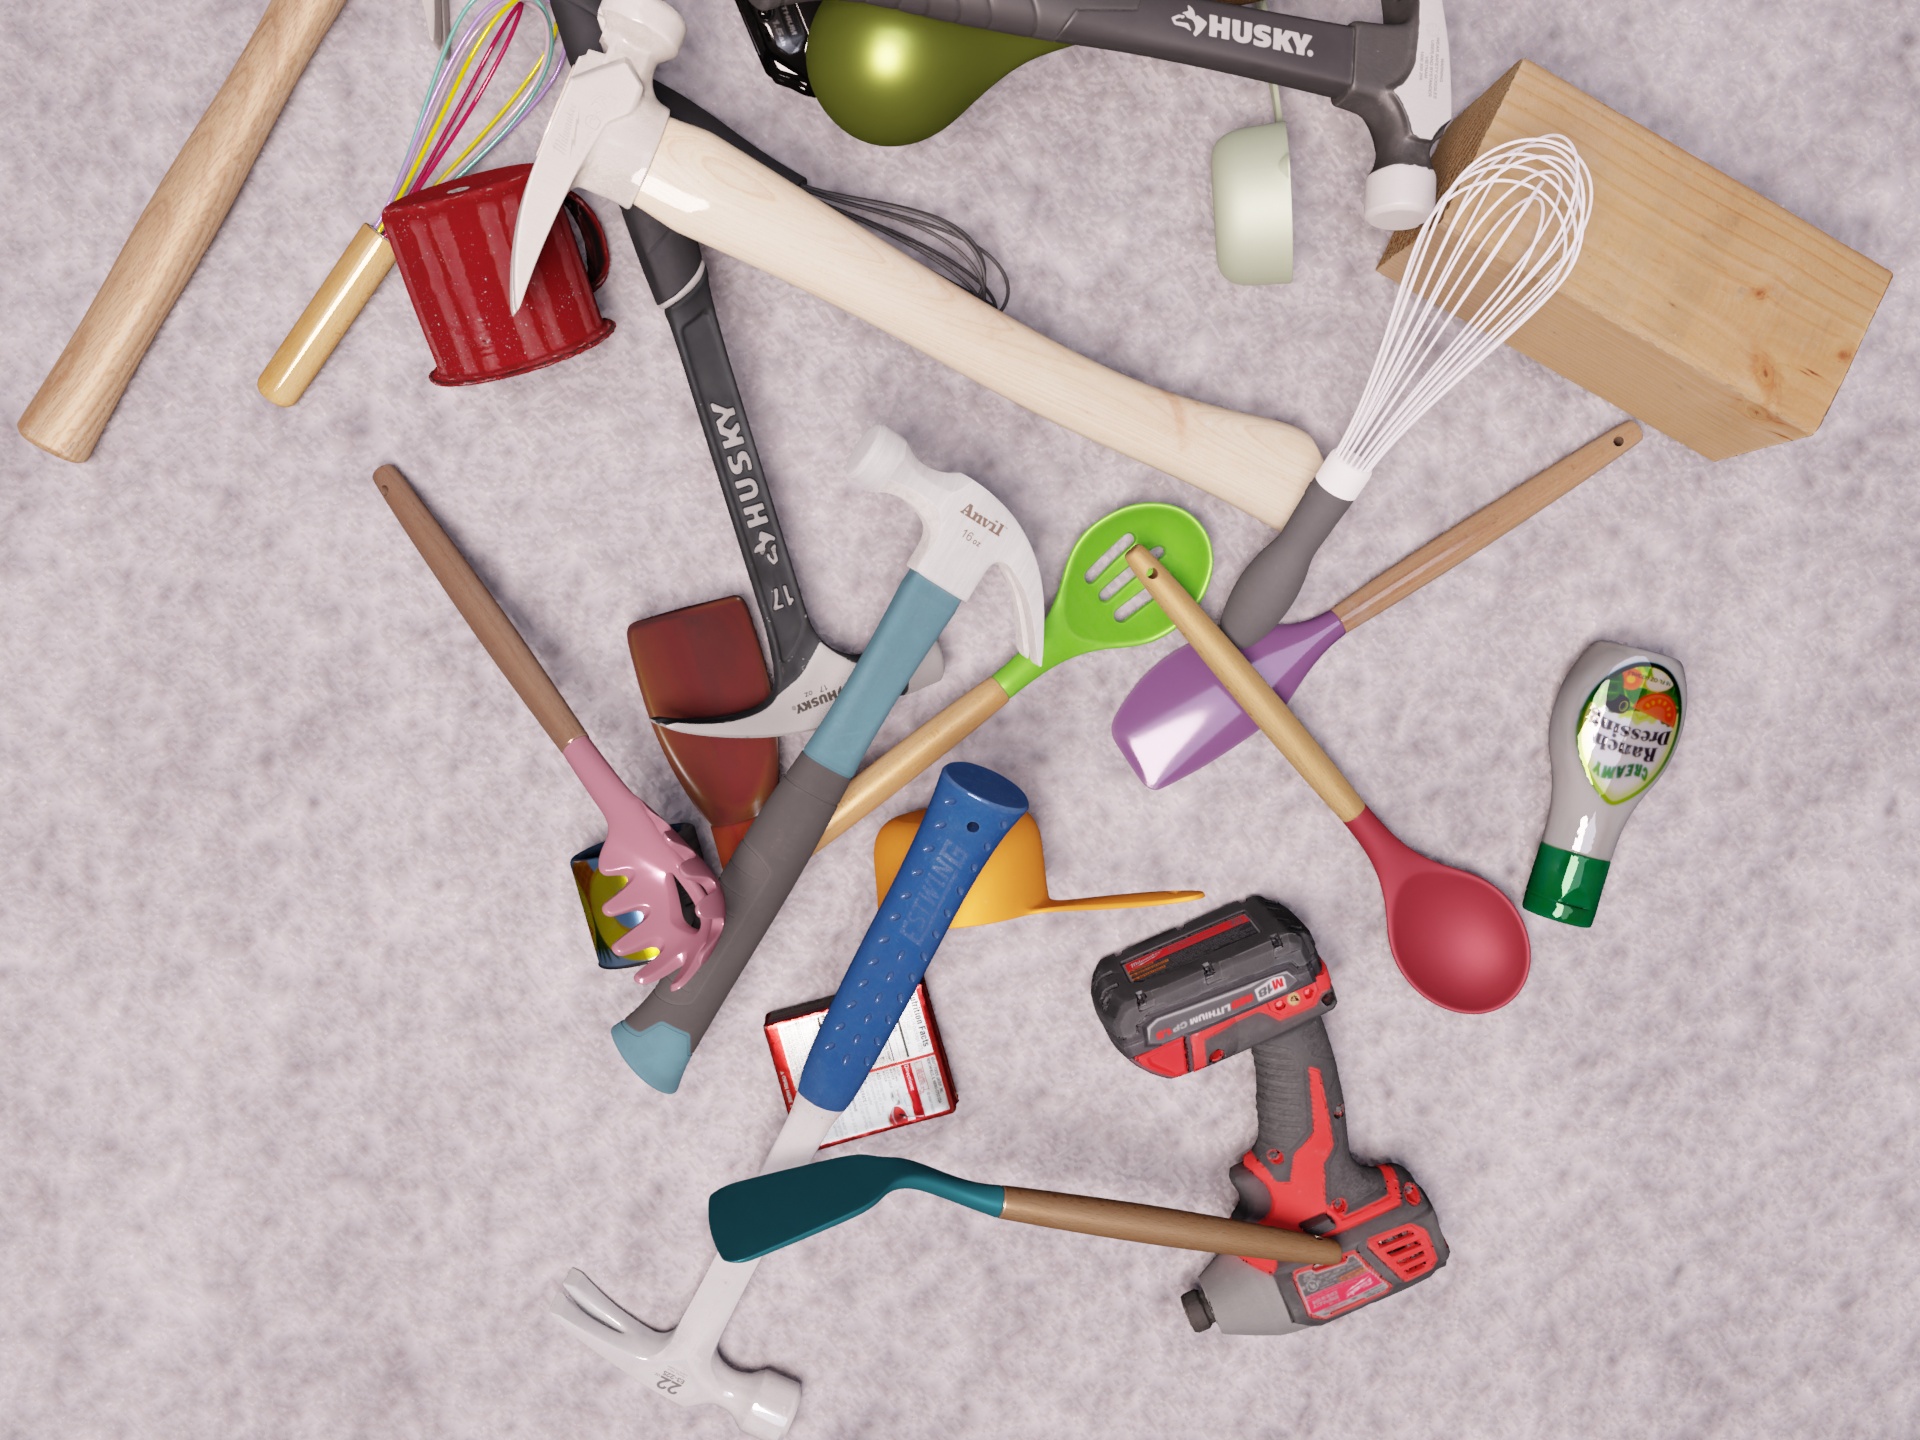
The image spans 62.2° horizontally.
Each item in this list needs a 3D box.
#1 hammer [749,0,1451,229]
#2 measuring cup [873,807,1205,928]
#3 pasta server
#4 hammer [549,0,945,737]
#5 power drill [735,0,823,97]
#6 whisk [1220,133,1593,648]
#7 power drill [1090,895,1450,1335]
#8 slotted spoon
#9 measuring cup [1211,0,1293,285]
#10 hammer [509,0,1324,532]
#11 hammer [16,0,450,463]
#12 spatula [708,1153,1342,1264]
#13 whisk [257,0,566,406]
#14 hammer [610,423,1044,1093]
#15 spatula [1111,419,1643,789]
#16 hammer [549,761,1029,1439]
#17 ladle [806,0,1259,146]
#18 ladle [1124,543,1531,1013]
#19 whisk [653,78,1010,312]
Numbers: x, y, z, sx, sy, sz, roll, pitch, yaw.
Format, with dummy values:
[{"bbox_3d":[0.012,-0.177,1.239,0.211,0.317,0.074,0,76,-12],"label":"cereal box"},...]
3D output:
[{"bbox_3d":[0.063,-0.313,0.693,0.334,0.035,0.146,4,88,-17],"label":"hammer"},{"bbox_3d":[0.036,0.068,0.785,0.174,0.095,0.052,-5,95,29],"label":"measuring cup"},{"bbox_3d":[-0.204,-0.008,0.760,0.060,0.040,0.316,-47,71,27],"label":"pasta server"},{"bbox_3d":[-0.130,-0.183,0.747,0.149,0.036,0.408,-23,105,-23],"label":"hammer"},{"bbox_3d":[-0.001,-0.391,0.761,0.228,0.080,0.190,-24,105,-2],"label":"power drill"},{"bbox_3d":[0.198,-0.143,0.749,0.070,0.070,0.284,26,125,-5],"label":"whisk"},{"bbox_3d":[0.155,0.218,0.836,0.143,0.078,0.219,-23,100,0],"label":"power drill"},{"bbox_3d":[-0.001,-0.003,0.809,0.314,0.031,0.070,-38,101,-5],"label":"slotted spoon"},{"bbox_3d":[0.140,-0.296,0.788,0.038,0.083,0.168,-6,81,9],"label":"measuring cup"},{"bbox_3d":[-0.001,-0.174,0.750,0.410,0.038,0.146,23,91,-20],"label":"hammer"},{"bbox_3d":[-0.365,-0.274,0.783,0.130,0.031,0.331,32,95,-5],"label":"hammer"},{"bbox_3d":[0.040,0.246,0.768,0.317,0.082,0.044,13,92,-15],"label":"spatula"},{"bbox_3d":[-0.274,-0.258,0.781,0.051,0.047,0.245,35,98,-22],"label":"whisk"},{"bbox_3d":[-0.072,0.032,0.765,0.128,0.033,0.331,30,95,-21],"label":"hammer"},{"bbox_3d":[0.218,-0.068,0.833,0.316,0.018,0.060,-32,87,2],"label":"spatula"},{"bbox_3d":[-0.078,0.193,0.789,0.144,0.035,0.405,26,112,-3],"label":"hammer"},{"bbox_3d":[0.082,-0.337,0.745,0.320,0.062,0.078,-19,132,-13],"label":"ladle"},{"bbox_3d":[0.188,0.030,0.825,0.069,0.031,0.315,-41,101,3],"label":"ladle"},{"bbox_3d":[-0.082,-0.263,0.789,0.239,0.055,0.055,31,94,-1],"label":"whisk"}]
